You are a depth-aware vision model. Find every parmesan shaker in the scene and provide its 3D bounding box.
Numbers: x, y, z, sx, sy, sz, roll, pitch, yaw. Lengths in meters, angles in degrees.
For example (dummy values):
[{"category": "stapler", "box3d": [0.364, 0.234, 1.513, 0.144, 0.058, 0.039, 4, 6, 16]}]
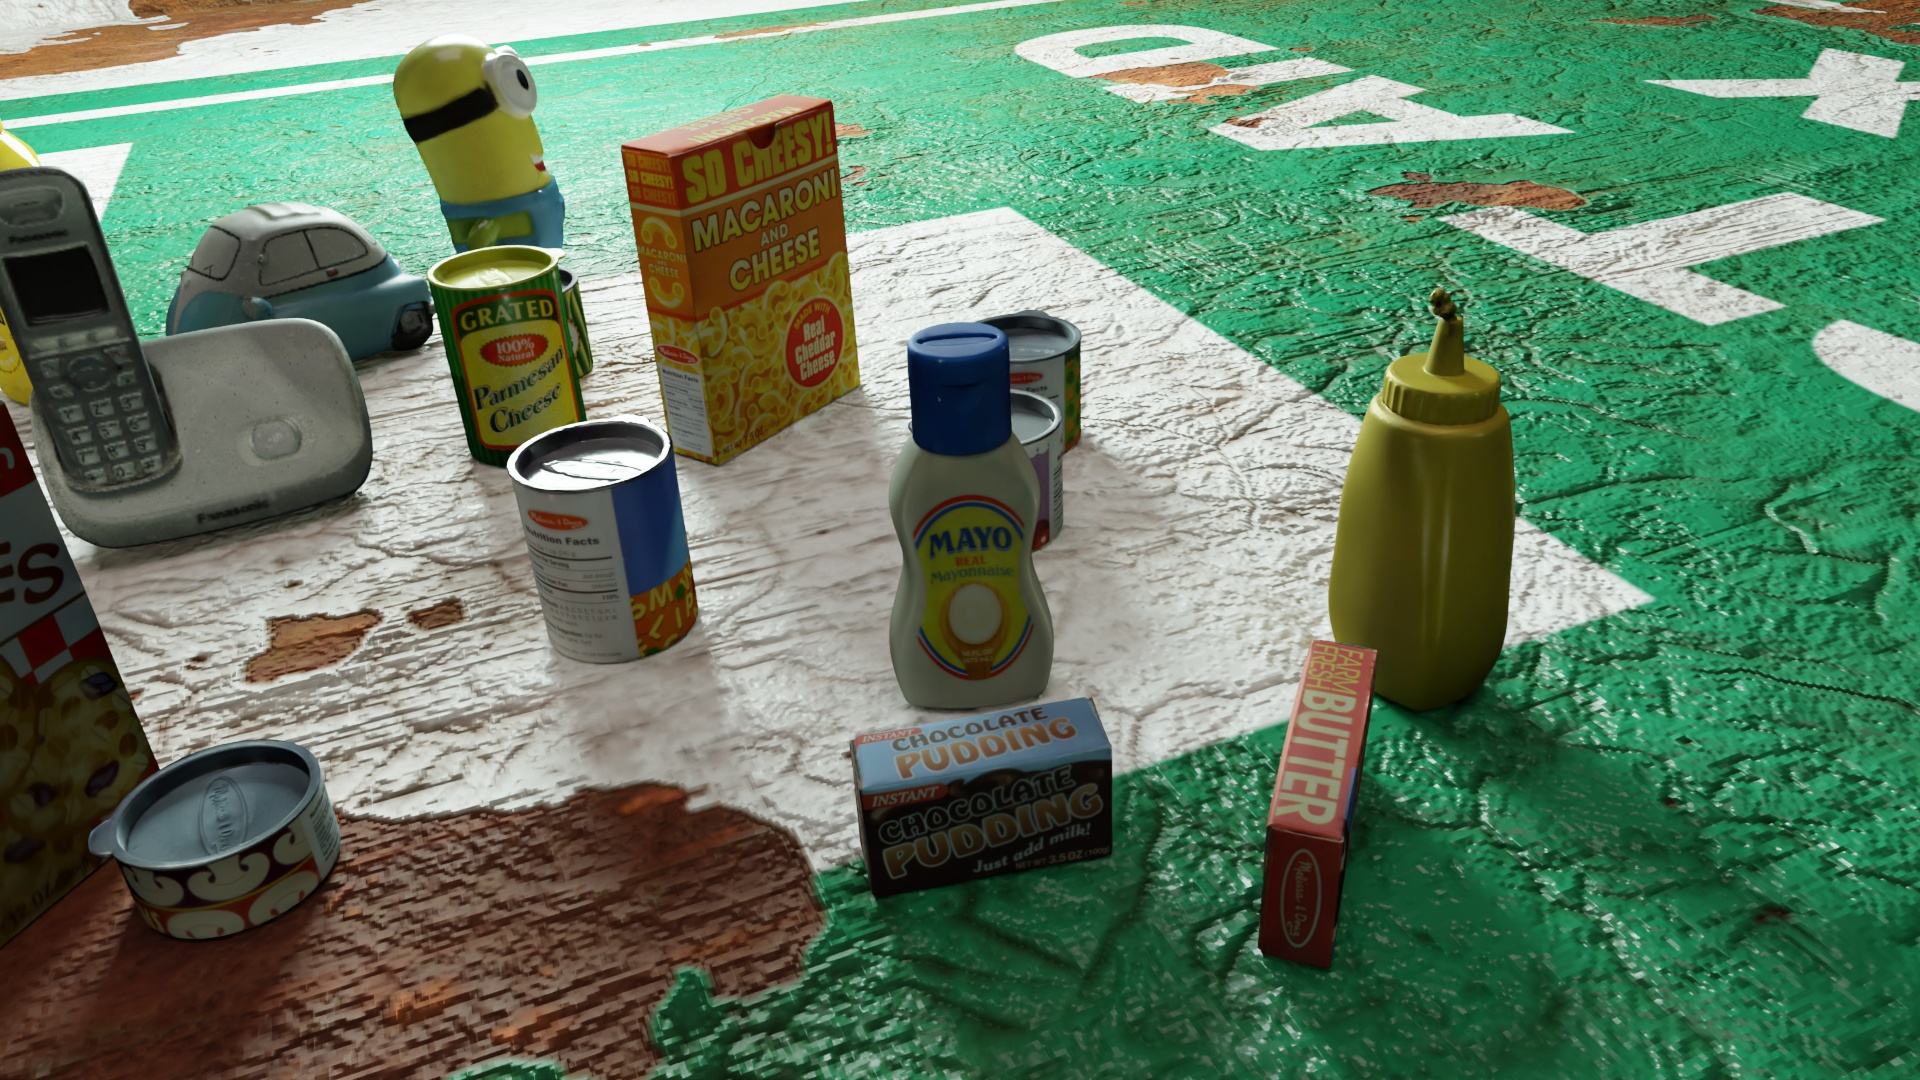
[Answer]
[{"category": "parmesan shaker", "box3d": [-0.238, -0.099, 0.746, 0.071, 0.102, 0.071, -2, 30, 1]}]

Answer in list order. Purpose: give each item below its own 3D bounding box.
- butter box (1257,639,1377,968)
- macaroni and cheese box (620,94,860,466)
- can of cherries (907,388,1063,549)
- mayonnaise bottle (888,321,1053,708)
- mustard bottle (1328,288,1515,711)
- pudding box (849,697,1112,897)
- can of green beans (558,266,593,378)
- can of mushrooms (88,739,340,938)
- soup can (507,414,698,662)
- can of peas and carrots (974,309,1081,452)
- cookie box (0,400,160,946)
[{"category": "butter box", "box3d": [0.117, 0.082, 0.452, 0.024, 0.052, 0.104, 8, 32, 18]}, {"category": "macaroni and cheese box", "box3d": [-0.111, -0.141, 0.745, 0.040, 0.165, 0.124, 17, 35, 31]}, {"category": "can of cherries", "box3d": [0.013, -0.032, 0.653, 0.071, 0.058, 0.072, -2, 30, 1]}, {"category": "mayonnaise bottle", "box3d": [0.002, -0.007, 0.521, 0.065, 0.147, 0.041, -5, 30, -3]}, {"category": "mustard bottle", "box3d": [0.173, -0.016, 0.510, 0.049, 0.159, 0.065, -17, 32, -22]}, {"category": "pudding box", "box3d": [0.008, 0.084, 0.461, 0.084, 0.049, 0.030, -8, 30, -9]}, {"category": "can of green beans", "box3d": [-0.261, -0.129, 0.844, 0.071, 0.057, 0.071, -2, 30, 1]}, {"category": "can of mushrooms", "box3d": [-0.251, 0.101, 0.471, 0.071, 0.033, 0.071, -2, 30, 1]}, {"category": "soup can", "box3d": [-0.148, -0.002, 0.589, 0.071, 0.083, 0.072, -2, 30, 1]}, {"category": "can of peas and carrots", "box3d": [0.032, -0.083, 0.738, 0.071, 0.058, 0.071, -2, 30, 1]}, {"category": "cookie box", "box3d": [-0.331, 0.053, 0.428, 0.040, 0.166, 0.123, 8, 32, 18]}]
